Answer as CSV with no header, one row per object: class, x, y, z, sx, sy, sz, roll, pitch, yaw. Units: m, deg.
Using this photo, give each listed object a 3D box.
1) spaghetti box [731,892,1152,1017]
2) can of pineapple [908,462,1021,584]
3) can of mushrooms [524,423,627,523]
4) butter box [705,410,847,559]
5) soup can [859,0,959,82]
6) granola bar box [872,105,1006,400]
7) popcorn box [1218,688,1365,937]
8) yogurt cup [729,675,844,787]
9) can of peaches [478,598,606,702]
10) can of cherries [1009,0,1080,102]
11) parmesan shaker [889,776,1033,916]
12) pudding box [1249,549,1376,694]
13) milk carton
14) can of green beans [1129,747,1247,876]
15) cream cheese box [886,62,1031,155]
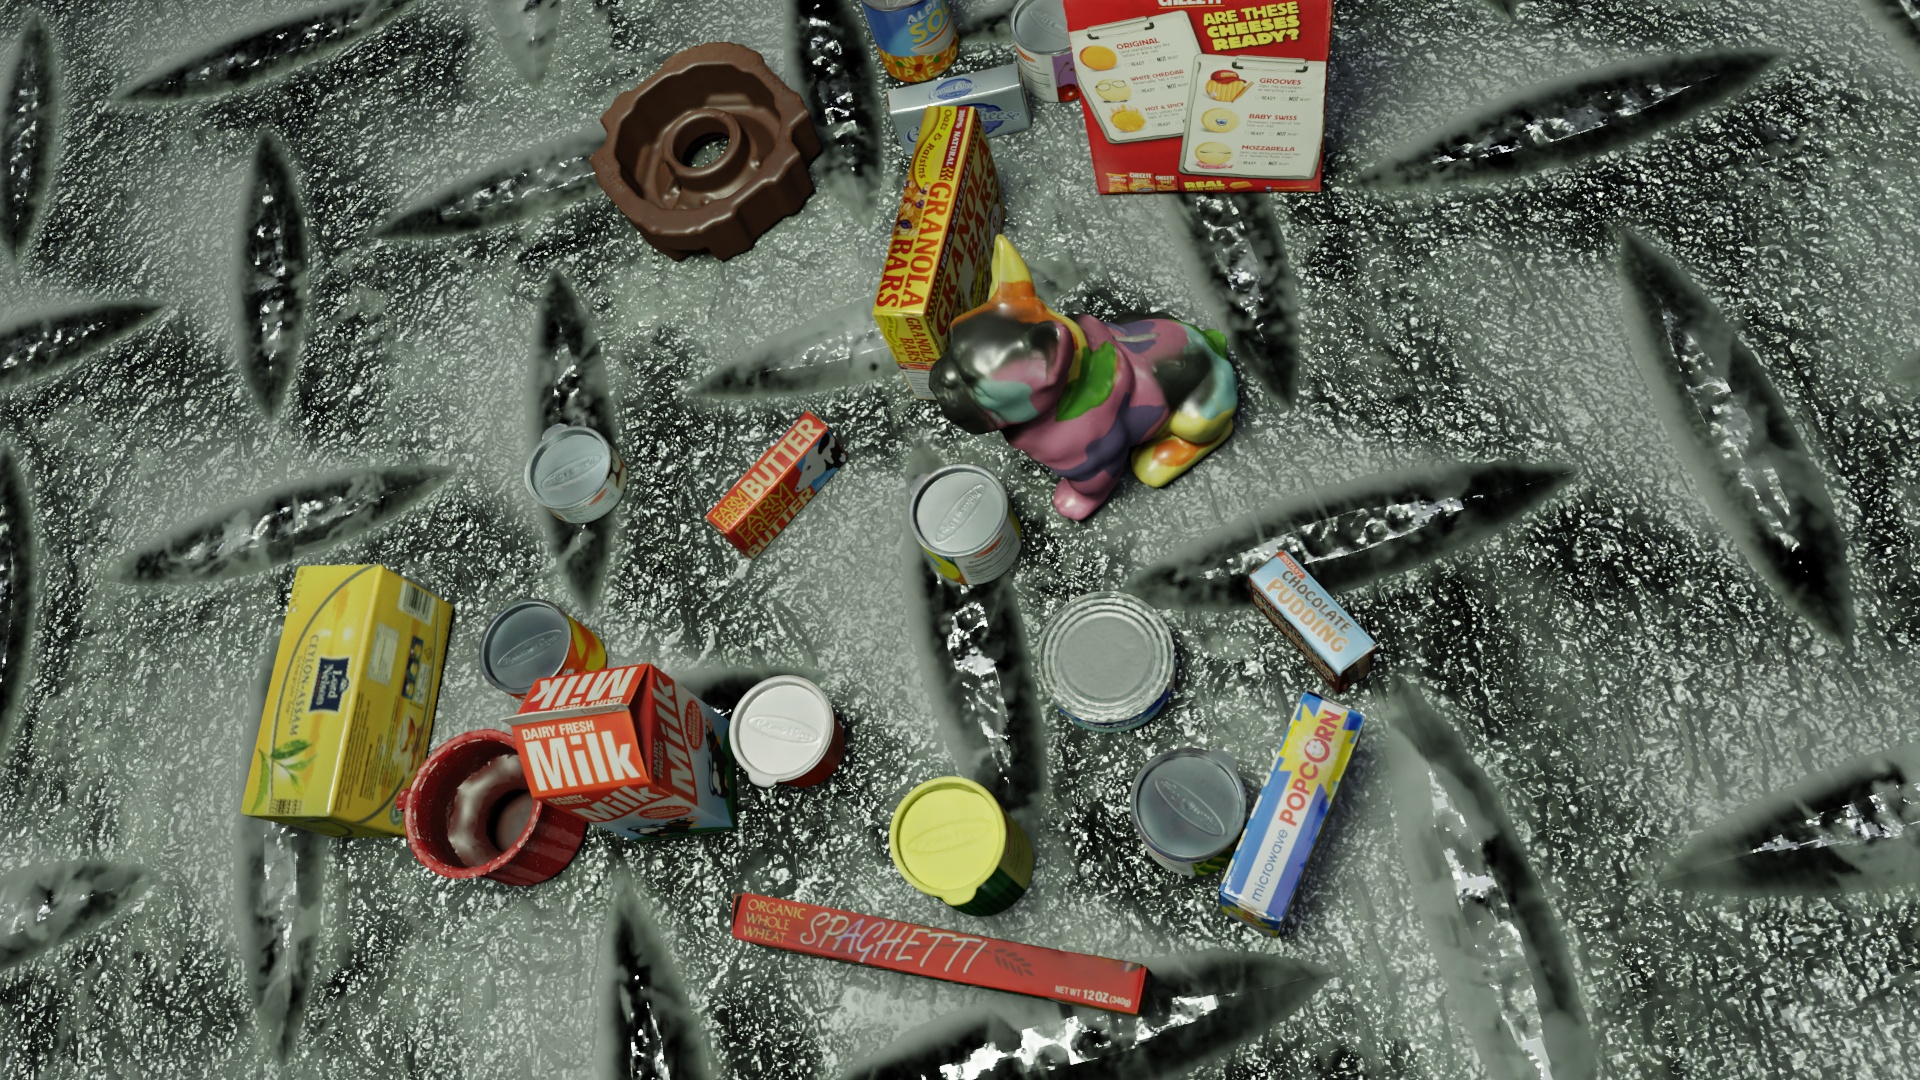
spaghetti box,-0.014,0.244,0.821,0.250,0.050,0.029,6,70,15
can of pineapple,0.003,-0.012,0.921,0.071,0.057,0.071,-4,67,11
can of mushrooms,-0.280,-0.049,1.012,0.071,0.033,0.071,-4,67,11
butter box,-0.126,-0.037,0.963,0.024,0.053,0.103,39,80,23
soup can,-0.038,-0.410,1.083,0.071,0.083,0.071,-4,67,11
granola bar box,-0.010,-0.197,0.965,0.039,0.124,0.166,7,70,15
popcorn box,0.189,0.158,0.794,0.038,0.085,0.127,22,74,20
yogurt cup,-0.107,0.126,0.890,0.072,0.053,0.072,-4,67,11
can of peaches,-0.282,0.082,0.944,0.071,0.058,0.071,-4,67,11
can of cherries,0.077,-0.380,1.059,0.071,0.058,0.072,-4,67,11
parmesan shaker,0.003,0.184,0.814,0.071,0.102,0.071,-4,67,11
pudding box,0.216,0.050,0.853,0.030,0.049,0.084,-37,65,-4
milk carton,-0.199,0.127,0.834,0.072,0.190,0.074,-9,66,9
can of green beans,0.136,0.161,0.820,0.071,0.057,0.071,-4,67,11
cream cheese box,0.000,-0.327,1.057,0.104,0.053,0.024,-9,66,8
